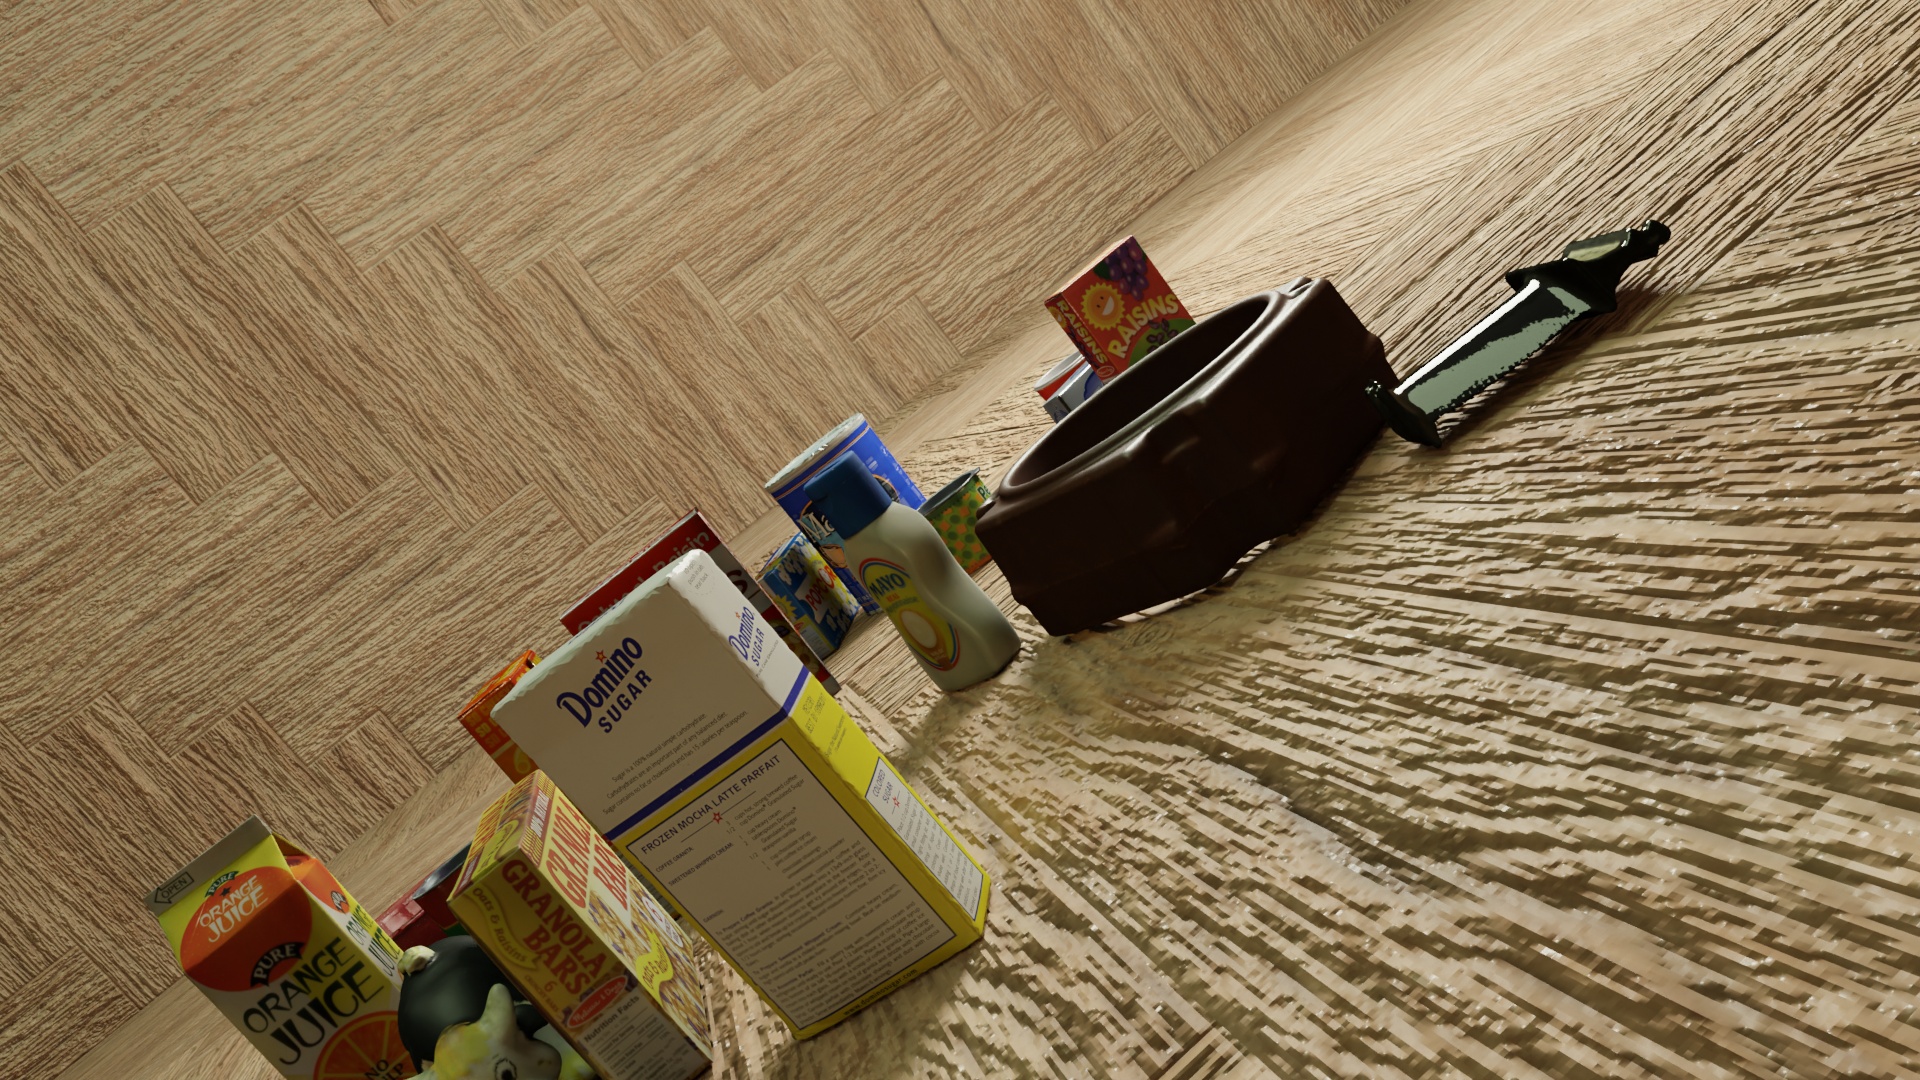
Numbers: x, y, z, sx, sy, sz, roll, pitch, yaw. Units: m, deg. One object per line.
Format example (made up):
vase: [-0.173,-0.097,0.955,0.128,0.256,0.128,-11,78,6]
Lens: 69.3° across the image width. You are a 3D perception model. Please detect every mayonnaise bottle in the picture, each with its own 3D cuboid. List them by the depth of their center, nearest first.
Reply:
mayonnaise bottle: [-0.031,0.017,0.793,0.064,0.148,0.041,-27,15,49]

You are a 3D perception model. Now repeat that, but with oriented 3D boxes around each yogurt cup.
yogurt cup: [0.110,-0.141,1.291,0.072,0.054,0.072,-37,10,7]

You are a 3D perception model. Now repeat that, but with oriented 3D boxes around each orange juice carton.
orange juice carton: [-0.361,0.248,0.780,0.072,0.192,0.073,-41,10,-16]

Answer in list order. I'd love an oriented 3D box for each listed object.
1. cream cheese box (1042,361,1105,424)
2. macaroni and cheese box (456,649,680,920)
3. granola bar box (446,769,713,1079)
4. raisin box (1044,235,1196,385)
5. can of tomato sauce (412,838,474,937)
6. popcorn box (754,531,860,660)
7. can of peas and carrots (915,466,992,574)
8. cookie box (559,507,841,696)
cream cheese box: [0.117,-0.125,1.190,0.024,0.053,0.104,-27,15,49]
macaroni and cheese box: [-0.222,0.145,0.830,0.040,0.166,0.124,-39,10,-7]
granola bar box: [-0.172,0.177,0.636,0.039,0.124,0.165,-40,10,-10]
raisin box: [0.139,-0.172,1.127,0.086,0.123,0.040,-41,10,-17]
can of tomato sauce: [-0.316,0.248,0.936,0.071,0.083,0.071,-37,10,8]
popcorn box: [-0.133,0.049,1.193,0.038,0.085,0.127,-35,10,15]
can of peas and carrots: [0.004,-0.013,1.070,0.071,0.058,0.071,-37,10,7]
cookie box: [-0.187,0.079,1.004,0.123,0.167,0.040,-39,10,-7]
